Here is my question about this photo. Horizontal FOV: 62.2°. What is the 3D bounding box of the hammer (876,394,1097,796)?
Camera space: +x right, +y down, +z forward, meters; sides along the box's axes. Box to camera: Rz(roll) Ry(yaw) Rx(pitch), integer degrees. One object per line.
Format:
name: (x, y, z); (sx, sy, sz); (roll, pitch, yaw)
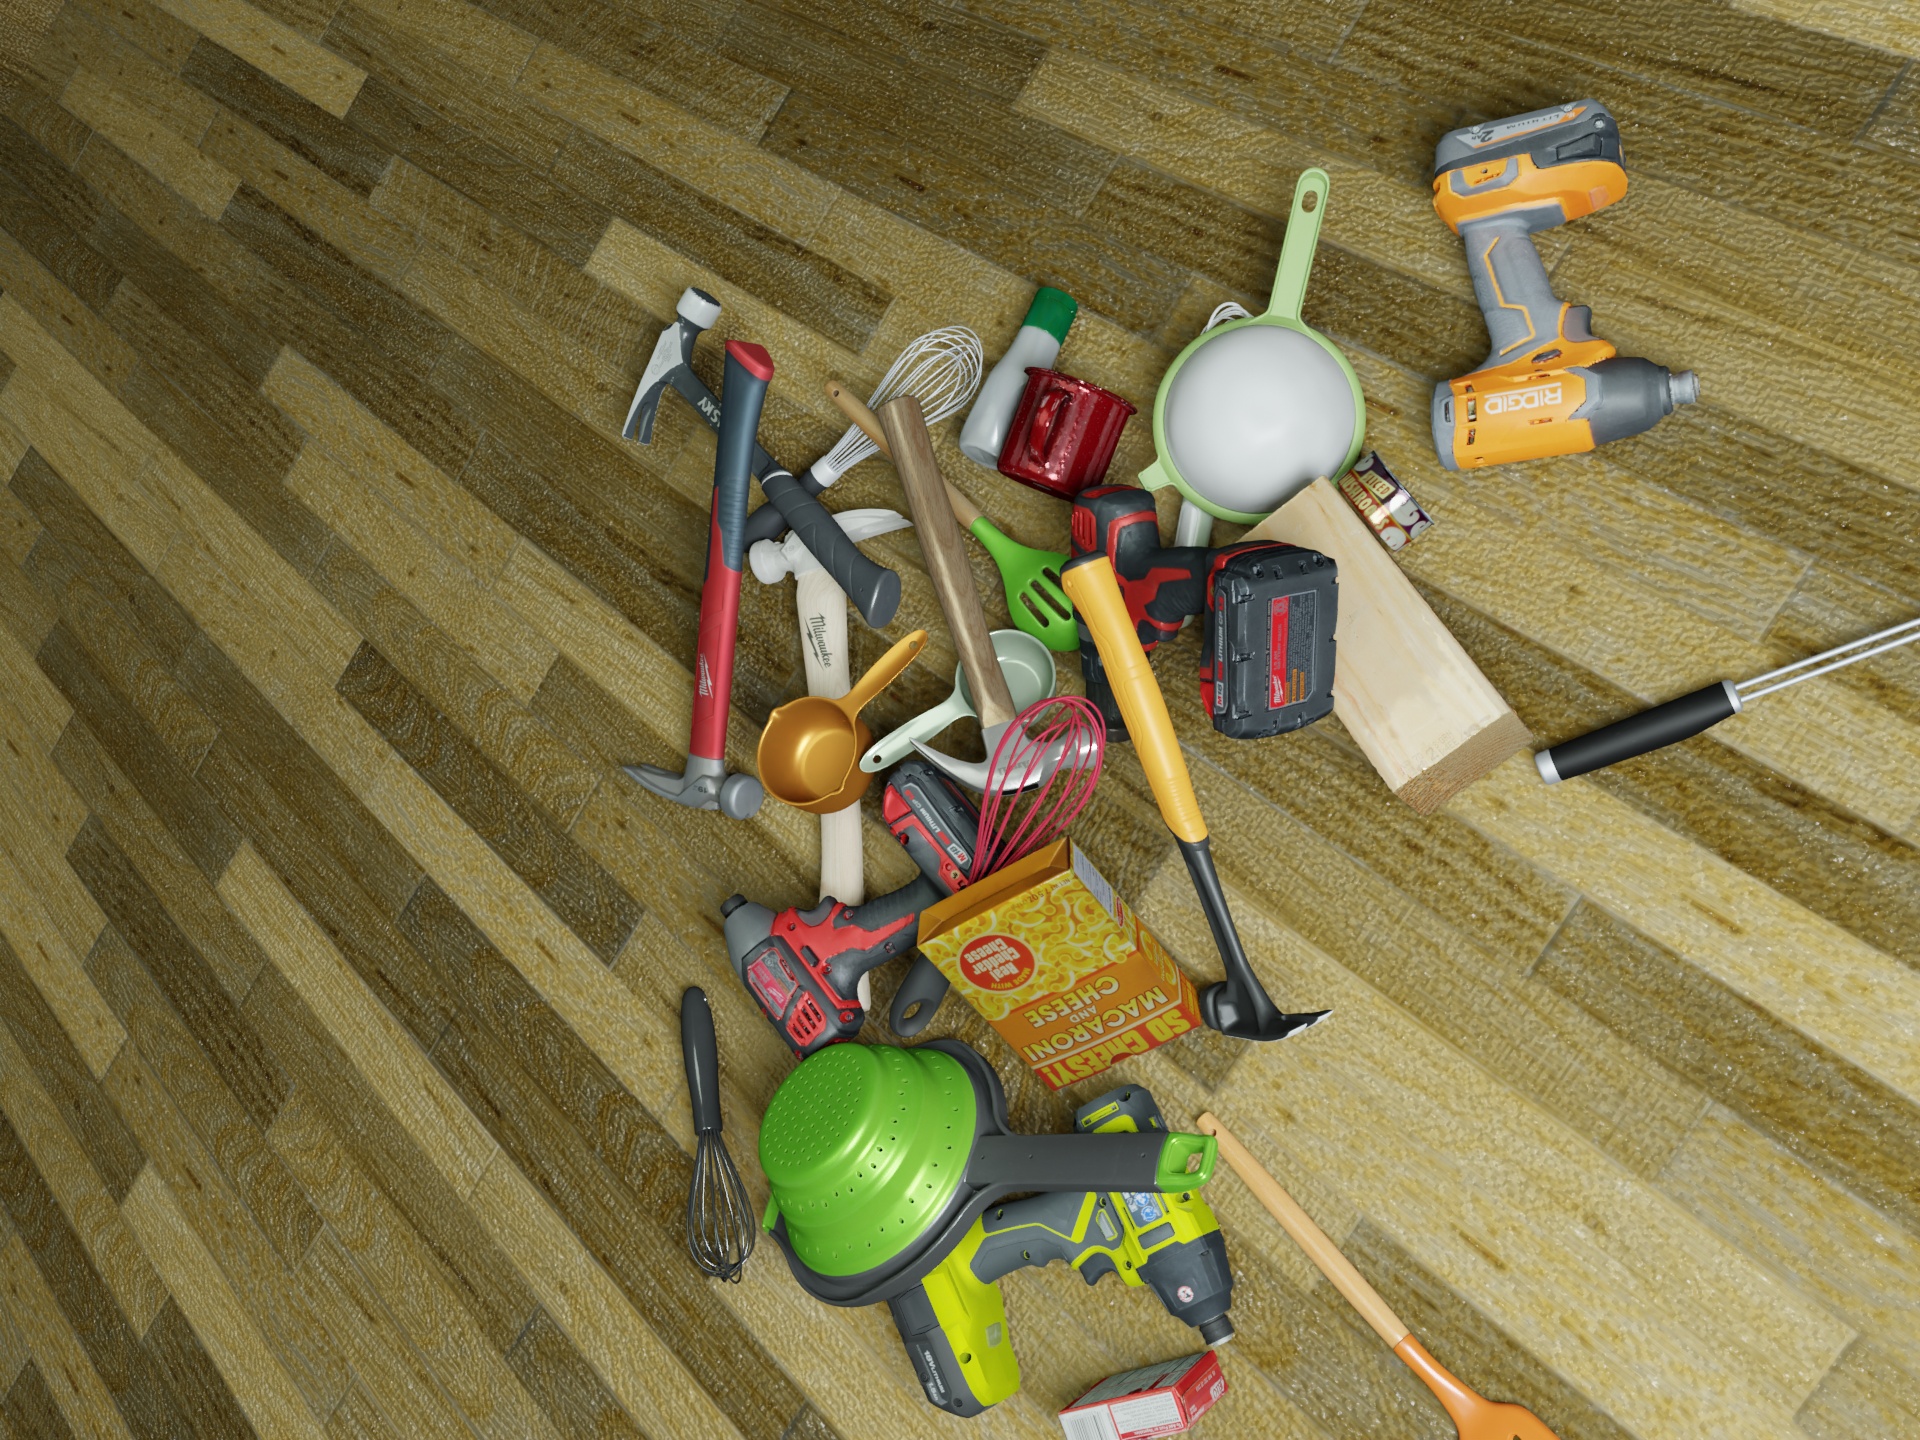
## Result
hammer: (-0.006, -0.099, 1.203); (0.130, 0.031, 0.331); (-18, 72, 1)

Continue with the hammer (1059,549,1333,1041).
hammer: (0.141, 0.048, 1.034); (0.034, 0.127, 0.337); (-21, 90, -19)

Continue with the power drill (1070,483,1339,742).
power drill: (0.150, -0.053, 1.079); (0.227, 0.080, 0.187); (30, 127, 56)

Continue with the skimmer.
skimmer: (0.504, -0.058, 0.930); (0.363, 0.090, 0.127); (-25, 34, 25)

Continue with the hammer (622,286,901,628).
hammer: (-0.169, -0.209, 1.347); (0.149, 0.036, 0.409); (-55, 53, 19)

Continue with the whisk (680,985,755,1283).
whisk: (-0.199, 0.327, 1.268); (0.055, 0.055, 0.239); (-24, 62, 23)

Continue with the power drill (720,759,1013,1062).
power drill: (-0.075, 0.137, 1.195); (0.219, 0.078, 0.143); (-42, 71, 5)

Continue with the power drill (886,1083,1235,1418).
power drill: (0.067, 0.373, 1.081); (0.223, 0.080, 0.171); (-33, 68, 16)

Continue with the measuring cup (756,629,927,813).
measuring cup: (-0.079, 0.000, 1.239); (0.173, 0.052, 0.095); (-45, 61, 3)

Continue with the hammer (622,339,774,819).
hammer: (-0.209, -0.120, 1.325); (0.143, 0.038, 0.386); (14, 102, 36)

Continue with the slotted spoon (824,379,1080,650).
slotted spoon: (-0.006, -0.170, 1.255); (0.314, 0.031, 0.070); (46, 102, 20)

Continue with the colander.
colander: (-0.014, 0.280, 1.066); (0.397, 0.094, 0.205); (-14, 42, 41)

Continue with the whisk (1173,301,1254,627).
whisk: (0.182, -0.189, 1.177); (0.058, 0.059, 0.246); (8, 86, 45)

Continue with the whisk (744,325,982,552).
whisk: (-0.091, -0.231, 1.344); (0.284, 0.070, 0.070); (-37, 62, 23)

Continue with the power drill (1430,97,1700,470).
power drill: (0.398, -0.286, 1.059); (0.164, 0.084, 0.226); (-4, 80, 29)

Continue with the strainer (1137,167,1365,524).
strainer: (0.222, -0.267, 1.117); (0.151, 0.069, 0.256); (13, 93, 9)

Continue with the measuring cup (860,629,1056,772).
measuring cup: (-0.002, -0.004, 1.213); (0.167, 0.038, 0.083); (-32, 71, -1)

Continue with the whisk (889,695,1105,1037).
whisk: (0.018, 0.106, 1.103); (0.073, 0.073, 0.295); (41, 116, 31)

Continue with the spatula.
spatula: (0.256, 0.368, 0.993); (0.081, 0.041, 0.323); (-50, 58, 11)

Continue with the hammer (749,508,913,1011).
hammer: (-0.093, 0.028, 1.287); (0.146, 0.038, 0.411); (-13, 71, 25)
